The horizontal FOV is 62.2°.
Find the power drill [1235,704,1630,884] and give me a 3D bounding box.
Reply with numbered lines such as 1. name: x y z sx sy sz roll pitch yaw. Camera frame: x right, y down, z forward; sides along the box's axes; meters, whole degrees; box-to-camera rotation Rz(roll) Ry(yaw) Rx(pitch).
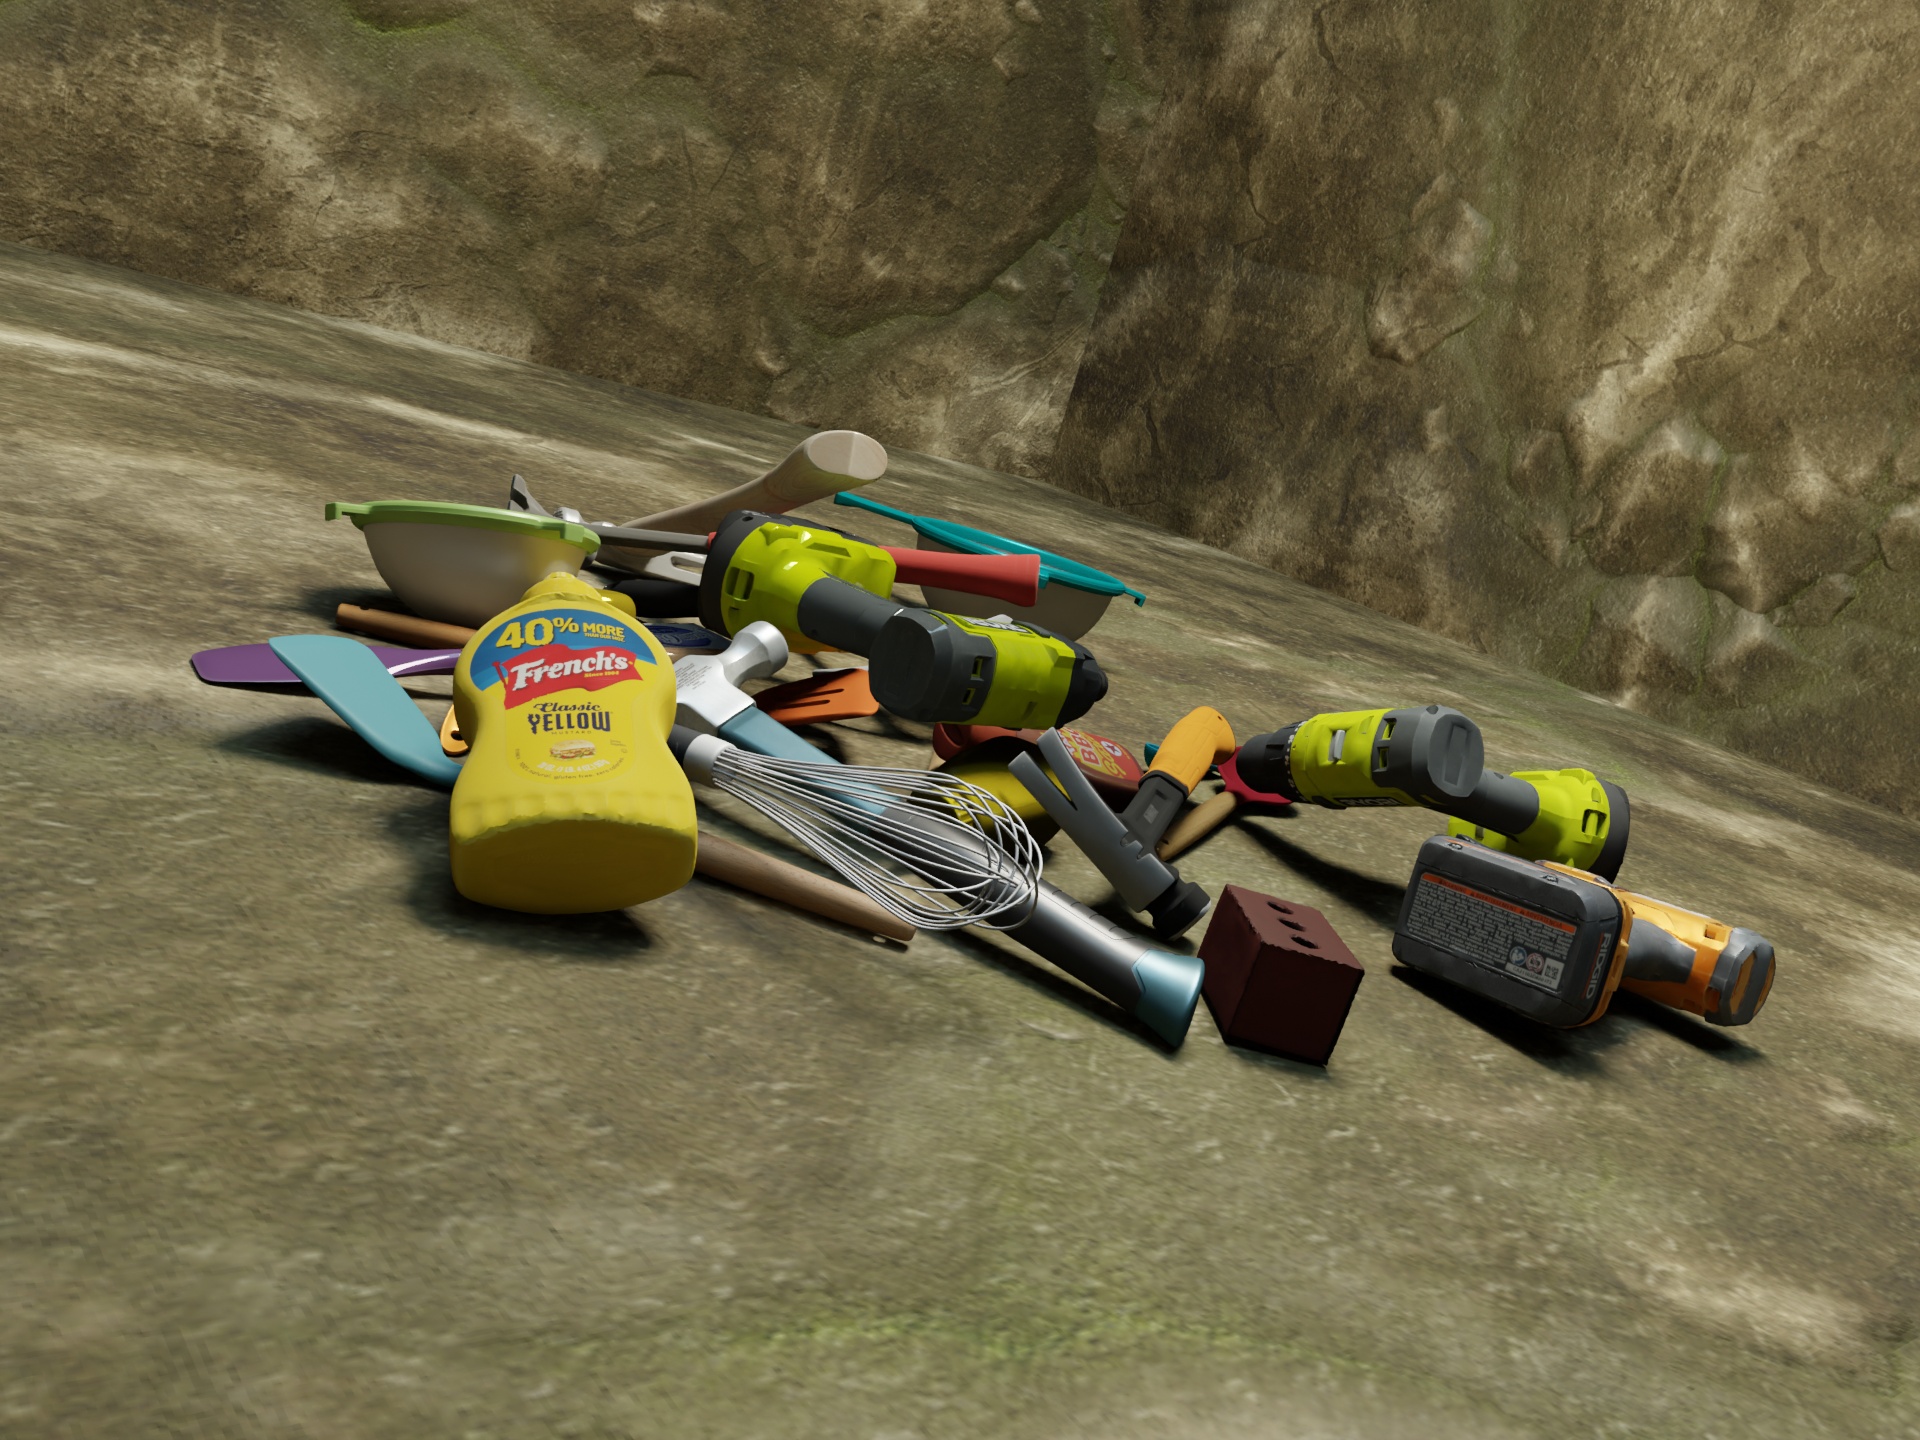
1. power drill: 0.319 0.050 1.083 0.228 0.080 0.190 20 -13 -28

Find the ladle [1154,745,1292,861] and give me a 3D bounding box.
1. ladle: 0.178 0.060 1.093 0.069 0.031 0.315 27 17 18

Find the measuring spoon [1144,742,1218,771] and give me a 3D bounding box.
1. measuring spoon: 0.176 0.039 1.214 0.042 0.021 0.128 26 7 32

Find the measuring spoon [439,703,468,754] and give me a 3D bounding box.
1. measuring spoon: -0.248 -0.015 0.832 0.021 0.011 0.117 20 34 -8

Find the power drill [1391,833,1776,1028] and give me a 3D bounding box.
1. power drill: 0.348 0.121 0.942 0.226 0.084 0.185 11 6 -41

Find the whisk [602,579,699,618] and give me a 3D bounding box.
1. whisk: -0.168 -0.080 1.119 0.239 0.055 0.055 7 5 34

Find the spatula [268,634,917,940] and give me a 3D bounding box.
1. spatula: -0.166 0.033 0.733 0.317 0.044 0.082 20 5 6

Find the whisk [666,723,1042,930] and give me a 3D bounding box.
1. whisk: -0.087 0.028 0.716 0.285 0.070 0.070 19 13 27

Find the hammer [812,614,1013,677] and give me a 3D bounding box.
1. hammer: -0.112 -0.082 1.226 0.144 0.035 0.406 -20 23 -22

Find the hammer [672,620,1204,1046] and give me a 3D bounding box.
1. hammer: -0.024 0.054 0.770 0.331 0.033 0.128 30 45 25

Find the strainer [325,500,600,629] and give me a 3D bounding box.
1. strainer: -0.309 -0.089 1.050 0.151 0.069 0.256 5 -4 -4

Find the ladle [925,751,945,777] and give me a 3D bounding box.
1. ladle: -0.002 -0.003 1.068 0.078 0.062 0.320 14 16 1

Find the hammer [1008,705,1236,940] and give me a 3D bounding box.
1. hammer: 0.123 0.031 0.980 0.127 0.034 0.337 48 20 3

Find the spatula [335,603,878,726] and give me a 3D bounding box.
1. spatula: -0.211 -0.036 0.968 0.322 0.041 0.081 13 19 -13

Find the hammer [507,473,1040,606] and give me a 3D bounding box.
1. hammer: -0.124 -0.118 1.101 0.359 0.037 0.149 6 -7 1

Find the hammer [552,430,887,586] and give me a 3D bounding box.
1. hammer: -0.164 -0.150 1.161 0.146 0.038 0.411 13 -10 -33

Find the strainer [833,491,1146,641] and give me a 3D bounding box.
1. strainer: -0.006 -0.139 1.539 0.341 0.095 0.211 23 12 34

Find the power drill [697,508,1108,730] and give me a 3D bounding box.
1. power drill: -0.033 -0.052 0.931 0.223 0.080 0.171 26 14 39

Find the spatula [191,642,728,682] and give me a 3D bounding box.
1. spatula: -0.253 -0.033 0.885 0.315 0.018 0.060 -2 22 -33

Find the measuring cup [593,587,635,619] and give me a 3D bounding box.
1. measuring cup: -0.228 -0.074 1.007 0.062 0.029 0.156 8 9 -6
